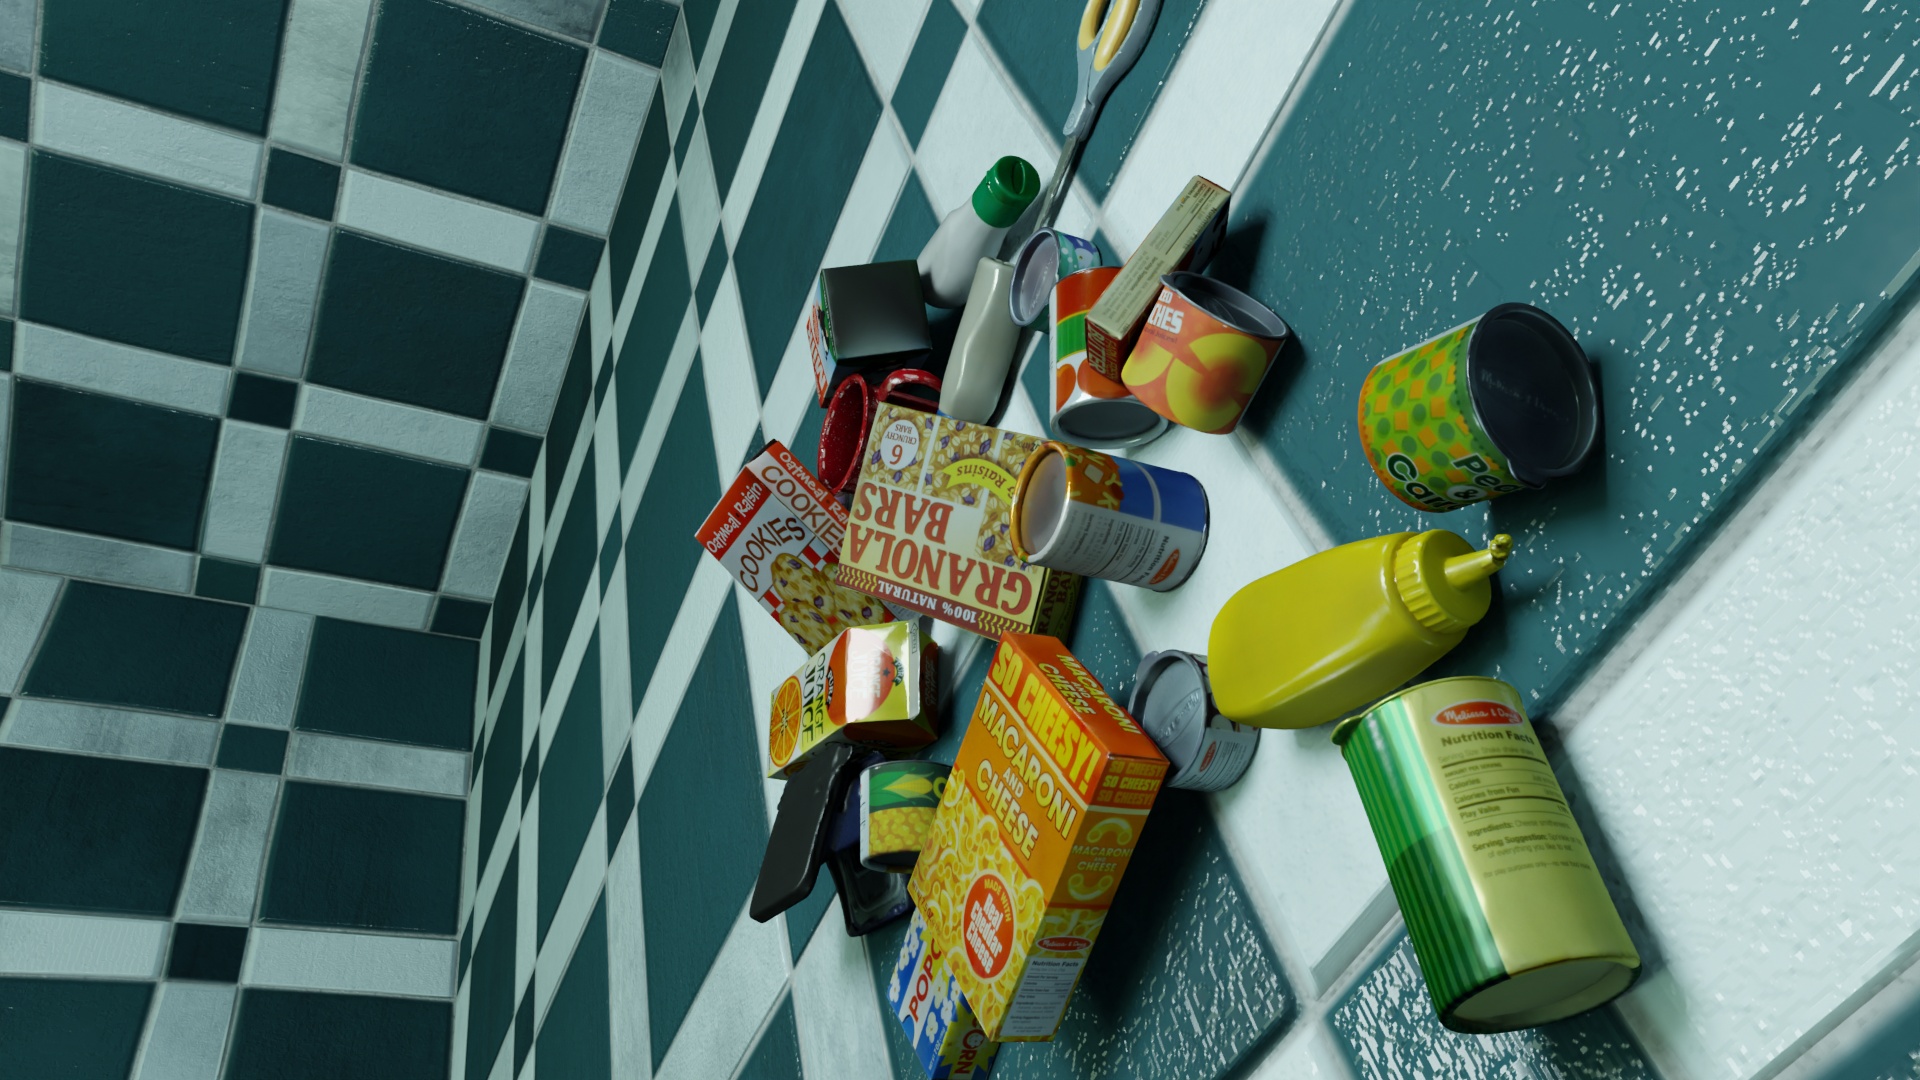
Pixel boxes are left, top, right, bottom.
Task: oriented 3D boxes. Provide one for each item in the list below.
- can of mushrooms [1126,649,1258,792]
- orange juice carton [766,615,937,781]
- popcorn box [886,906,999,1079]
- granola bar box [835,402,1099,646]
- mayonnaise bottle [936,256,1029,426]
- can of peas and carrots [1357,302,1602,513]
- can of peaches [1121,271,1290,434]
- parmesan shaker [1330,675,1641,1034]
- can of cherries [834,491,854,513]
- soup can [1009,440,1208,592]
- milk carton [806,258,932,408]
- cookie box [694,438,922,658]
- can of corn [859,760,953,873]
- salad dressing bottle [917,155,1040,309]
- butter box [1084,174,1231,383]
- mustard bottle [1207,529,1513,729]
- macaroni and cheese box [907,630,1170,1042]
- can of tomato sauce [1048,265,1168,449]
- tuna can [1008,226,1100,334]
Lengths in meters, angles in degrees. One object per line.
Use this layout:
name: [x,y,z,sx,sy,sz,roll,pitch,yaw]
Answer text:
can of mushrooms: [0.111,0.085,0.671,0.070,0.033,0.071,-39,45,55]
orange juice carton: [-0.072,0.119,0.999,0.191,0.073,0.072,-40,44,53]
popcorn box: [0.003,0.241,0.824,0.085,0.038,0.126,40,115,62]
granola bar box: [0.003,-0.011,0.861,0.165,0.039,0.124,16,93,40]
mayonnaise bottle: [0.013,-0.121,0.971,0.065,0.041,0.147,-118,44,-70]
can of peas and carrots: [0.192,-0.046,0.518,0.058,0.071,0.071,-26,56,61]
can of peaches: [0.119,-0.094,0.693,0.057,0.071,0.071,-65,27,28]
parmesan shaker: [0.176,0.108,0.476,0.071,0.071,0.103,-54,34,41]
can of cherries: [-0.083,-0.011,1.091,0.071,0.071,0.058,-44,40,50]
soup can: [0.076,-0.014,0.732,0.071,0.084,0.071,-41,43,53]
milk carton: [-0.077,-0.154,1.093,0.190,0.073,0.072,146,115,-77]
cookie box: [-0.112,0.020,1.042,0.040,0.167,0.122,-45,1,-38]
can of corn: [-0.029,0.178,0.893,0.071,0.071,0.058,-42,44,52]
salad dressing bottle: [0.010,-0.222,1.007,0.147,0.044,0.064,139,139,-59]
butter box: [0.103,-0.136,0.726,0.104,0.024,0.053,-53,-17,-12]
mustard bottle: [0.164,0.032,0.563,0.159,0.049,0.065,-37,47,54]
macaroni and cheese box: [0.035,0.148,0.711,0.124,0.040,0.166,48,122,56]
can of tomato sauce: [0.084,-0.102,0.780,0.071,0.071,0.083,-35,48,56]
tuna can: [0.061,-0.166,0.897,0.070,0.033,0.071,-39,44,54]
